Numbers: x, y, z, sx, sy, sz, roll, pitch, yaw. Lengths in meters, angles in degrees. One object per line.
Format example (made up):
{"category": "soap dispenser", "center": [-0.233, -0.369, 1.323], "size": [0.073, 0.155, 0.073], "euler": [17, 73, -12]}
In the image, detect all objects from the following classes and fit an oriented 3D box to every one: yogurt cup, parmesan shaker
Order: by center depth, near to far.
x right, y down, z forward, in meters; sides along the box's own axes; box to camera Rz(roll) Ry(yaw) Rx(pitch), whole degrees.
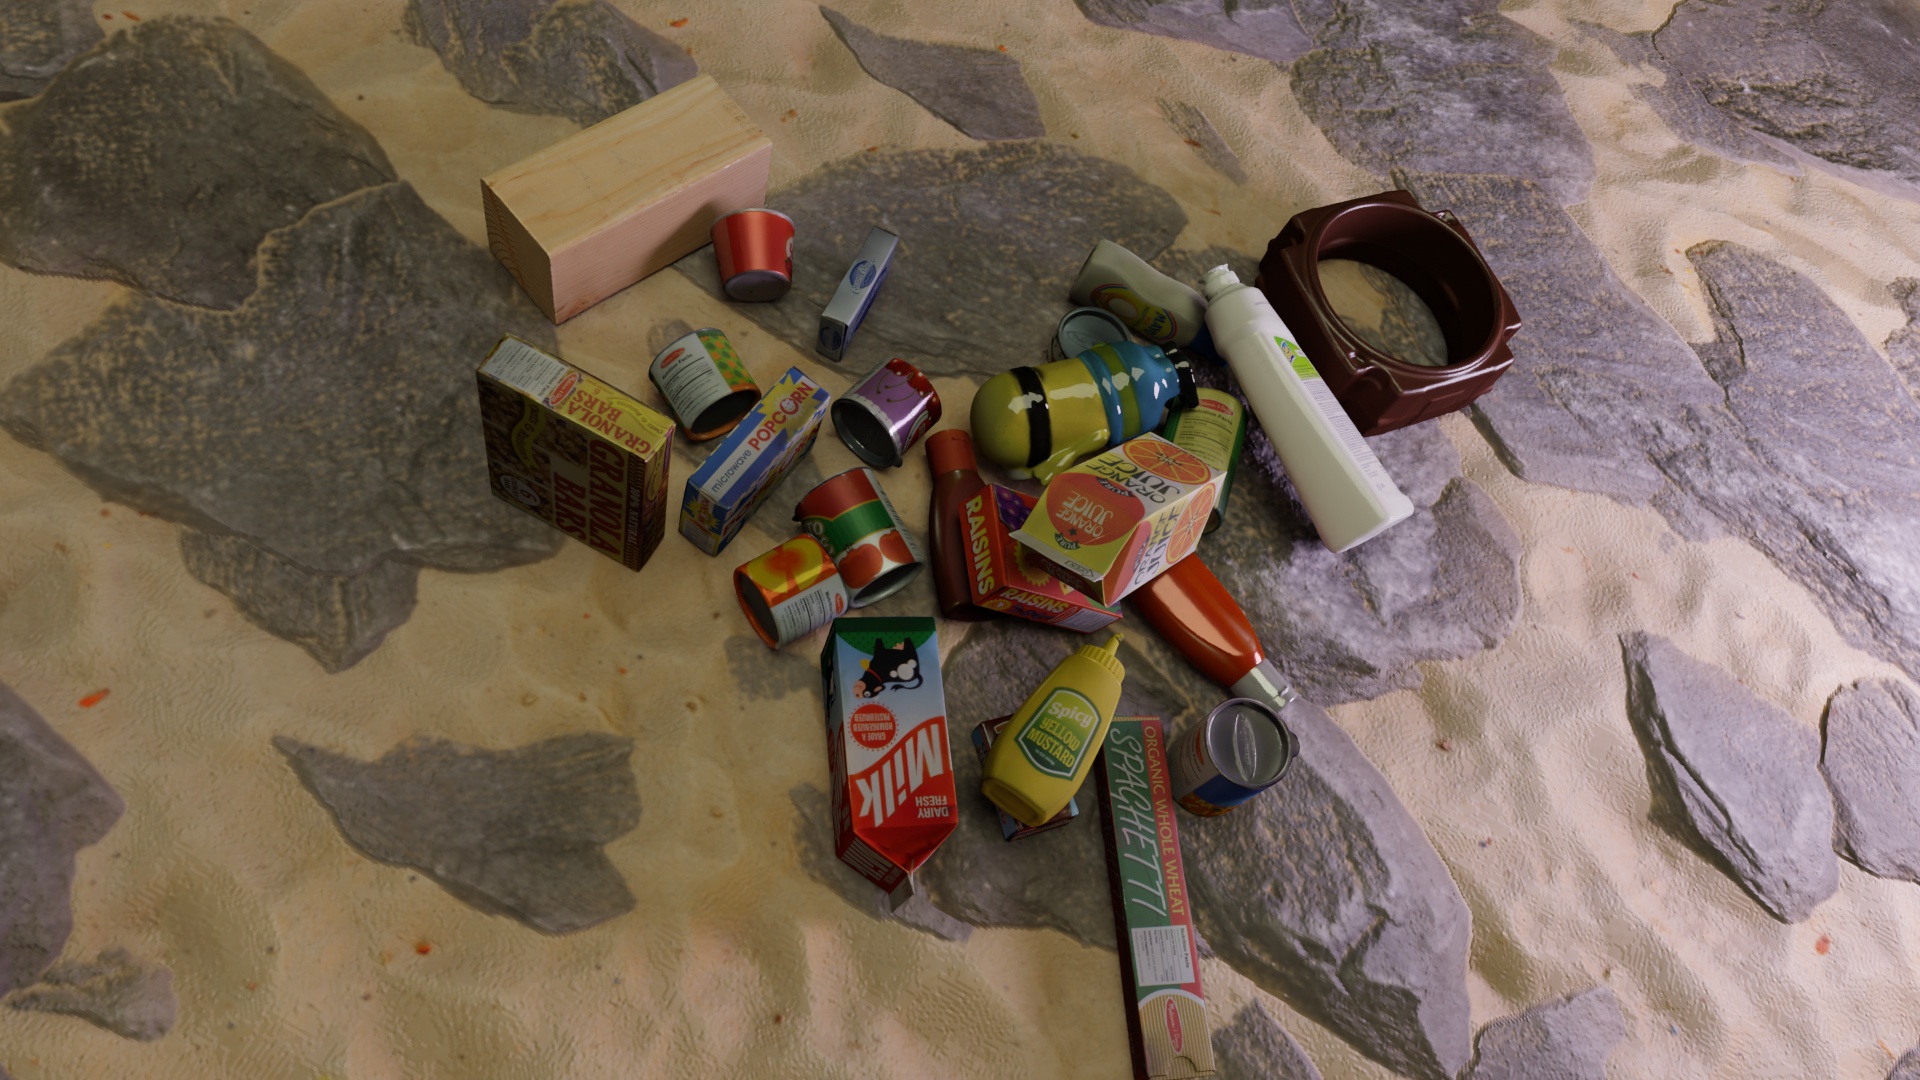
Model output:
{"category": "yogurt cup", "center": [-0.165, -0.227, 1.112], "size": [0.072, 0.072, 0.054], "euler": [-2, 73, -16]}
{"category": "parmesan shaker", "center": [0.187, -0.063, 1.121], "size": [0.071, 0.071, 0.103], "euler": [22, 62, -3]}

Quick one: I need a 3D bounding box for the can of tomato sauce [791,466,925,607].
{"category": "can of tomato sauce", "center": [-0.075, -0.001, 1.021], "size": [0.071, 0.071, 0.083], "euler": [-24, 73, -24]}

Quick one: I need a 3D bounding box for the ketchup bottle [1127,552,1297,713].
{"category": "ketchup bottle", "center": [0.196, 0.073, 1.067], "size": [0.065, 0.043, 0.149], "euler": [-32, 76, -33]}

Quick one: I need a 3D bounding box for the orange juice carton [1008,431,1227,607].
{"category": "orange juice carton", "center": [0.111, -0.013, 0.992], "size": [0.072, 0.072, 0.193], "euler": [30, 30, 23]}

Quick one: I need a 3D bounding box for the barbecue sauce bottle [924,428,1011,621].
{"category": "barbecue sauce bottle", "center": [0.004, -0.013, 1.060], "size": [0.065, 0.043, 0.149], "euler": [1, 63, -27]}

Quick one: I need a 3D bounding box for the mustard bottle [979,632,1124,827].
{"category": "mustard bottle", "center": [0.075, 0.121, 0.973], "size": [0.065, 0.048, 0.161], "euler": [35, 61, 1]}

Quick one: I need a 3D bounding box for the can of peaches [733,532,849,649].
{"category": "can of peaches", "center": [-0.123, 0.035, 0.992], "size": [0.058, 0.071, 0.071], "euler": [-29, 75, -25]}

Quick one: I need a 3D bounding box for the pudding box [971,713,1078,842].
{"category": "pudding box", "center": [0.046, 0.166, 0.990], "size": [0.050, 0.030, 0.084], "euler": [-11, 68, -21]}

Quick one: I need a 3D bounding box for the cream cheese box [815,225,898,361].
{"category": "cream cheese box", "center": [-0.084, -0.200, 1.124], "size": [0.024, 0.053, 0.104], "euler": [25, 61, 0]}

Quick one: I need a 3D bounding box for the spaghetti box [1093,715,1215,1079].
{"category": "spaghetti box", "center": [0.132, 0.245, 0.974], "size": [0.050, 0.028, 0.251], "euler": [1, 64, -14]}

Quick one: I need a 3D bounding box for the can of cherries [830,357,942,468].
{"category": "can of cherries", "center": [-0.055, -0.097, 1.074], "size": [0.071, 0.071, 0.059], "euler": [40, 61, 7]}

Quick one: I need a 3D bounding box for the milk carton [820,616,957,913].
{"category": "milk carton", "center": [-0.049, 0.152, 0.948], "size": [0.073, 0.072, 0.191], "euler": [0, 65, -15]}

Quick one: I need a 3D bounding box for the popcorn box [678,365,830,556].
{"category": "popcorn box", "center": [-0.152, -0.057, 1.018], "size": [0.038, 0.085, 0.127], "euler": [36, 61, 3]}

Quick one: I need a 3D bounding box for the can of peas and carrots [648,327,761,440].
{"category": "can of peas and carrots", "center": [-0.191, -0.117, 1.050], "size": [0.071, 0.070, 0.059], "euler": [-27, 74, -25]}

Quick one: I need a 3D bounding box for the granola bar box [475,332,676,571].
{"category": "granola bar box", "center": [-0.260, -0.056, 0.943], "size": [0.124, 0.164, 0.039], "euler": [28, 60, 0]}

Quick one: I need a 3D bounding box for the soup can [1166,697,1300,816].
{"category": "soup can", "center": [0.194, 0.158, 1.002], "size": [0.071, 0.083, 0.071], "euler": [6, 64, -12]}

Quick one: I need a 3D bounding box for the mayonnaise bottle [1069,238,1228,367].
{"category": "mayonnaise bottle", "center": [0.170, -0.198, 1.186], "size": [0.148, 0.064, 0.041], "euler": [28, 60, -4]}

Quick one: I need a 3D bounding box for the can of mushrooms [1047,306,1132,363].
{"category": "can of mushrooms", "center": [0.107, -0.158, 1.165], "size": [0.071, 0.033, 0.071], "euler": [6, 63, -12]}

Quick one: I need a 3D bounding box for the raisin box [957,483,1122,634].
{"category": "raisin box", "center": [0.060, 0.015, 1.030], "size": [0.123, 0.040, 0.086], "euler": [17, 54, -40]}
